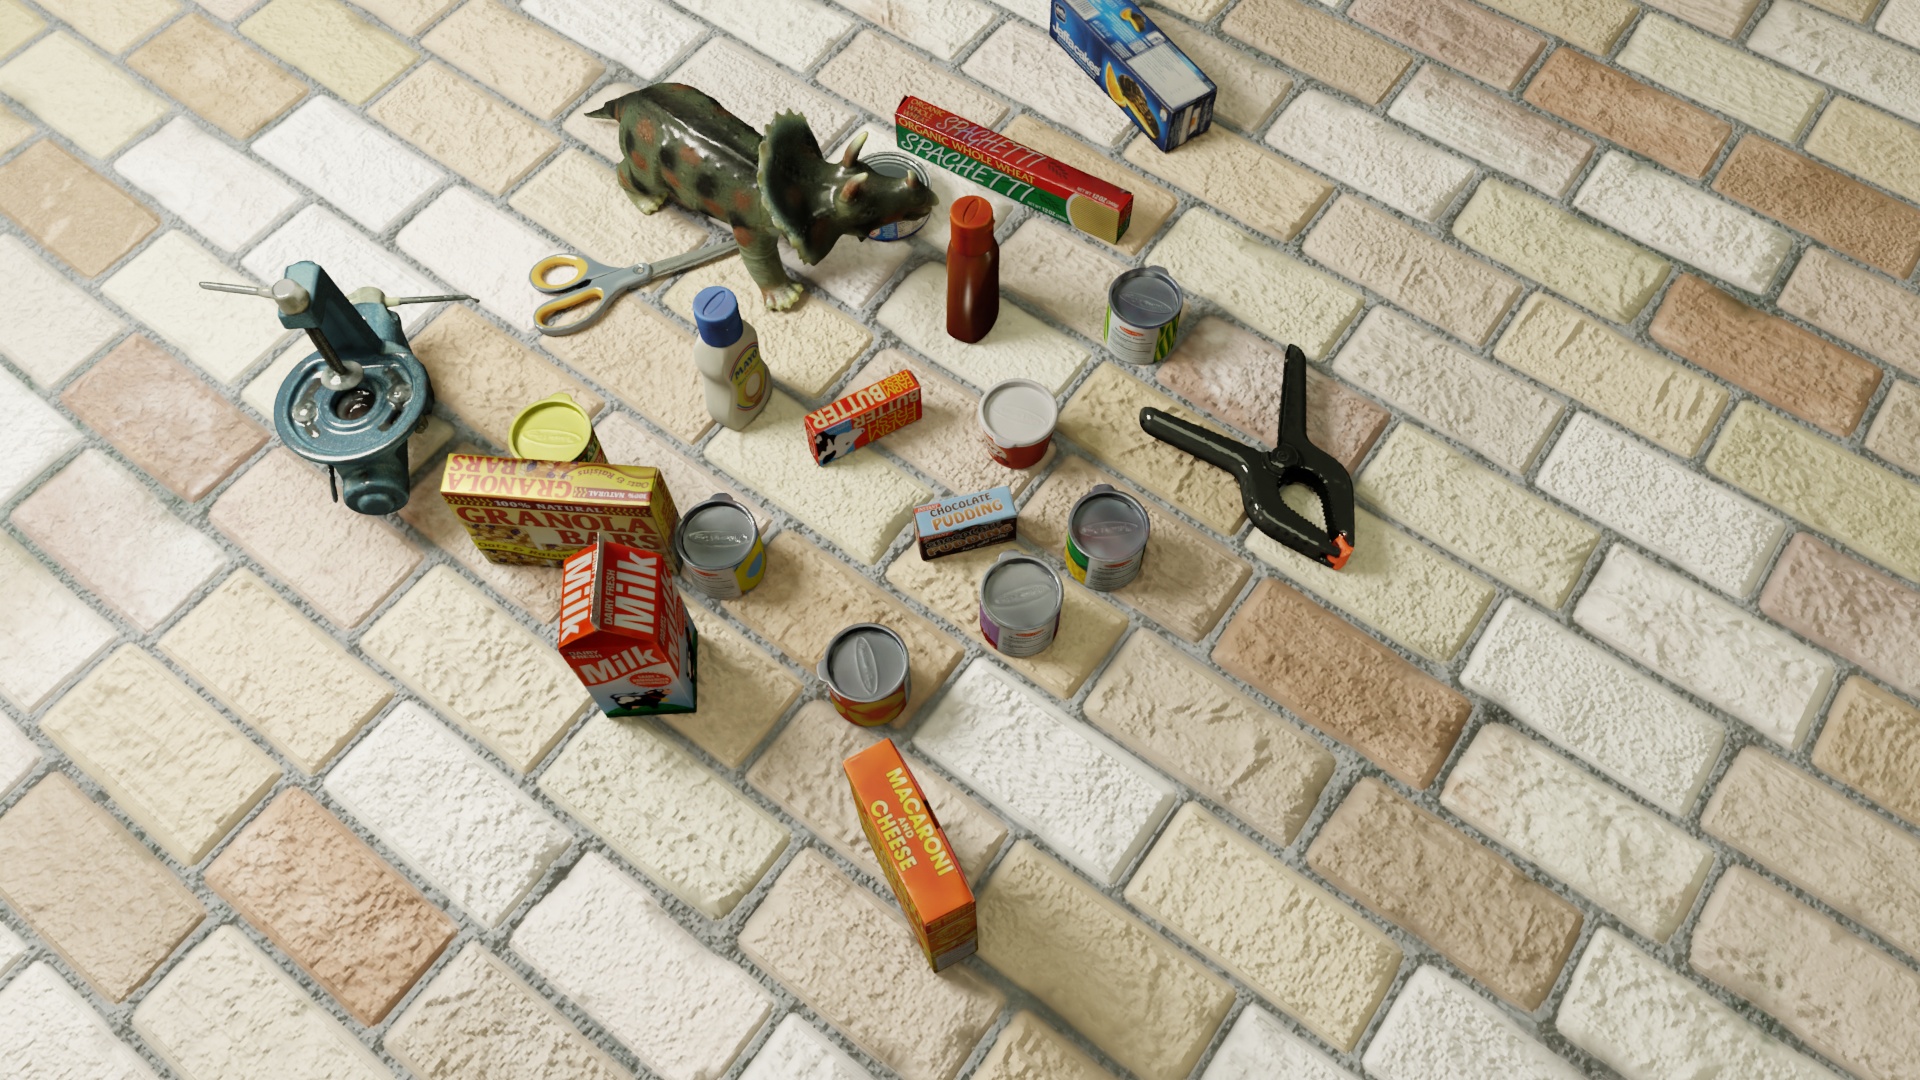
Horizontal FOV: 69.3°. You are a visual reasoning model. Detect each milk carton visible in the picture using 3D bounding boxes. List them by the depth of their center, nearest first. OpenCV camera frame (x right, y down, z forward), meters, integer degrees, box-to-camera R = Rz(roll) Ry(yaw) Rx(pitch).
[{"bbox_3d":[-0.248,0.066,1.031,0.073,0.189,0.072,-4,63,-1],"label":"milk carton"}]

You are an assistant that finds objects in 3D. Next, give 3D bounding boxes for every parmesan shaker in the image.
[{"bbox_3d":[-0.325,-0.065,1.150,0.071,0.102,0.071,0,63,1],"label":"parmesan shaker"}]

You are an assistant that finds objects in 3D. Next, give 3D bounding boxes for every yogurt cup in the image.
[{"bbox_3d":[0.049,-0.098,1.190,0.072,0.053,0.073,0,63,1],"label":"yogurt cup"}]

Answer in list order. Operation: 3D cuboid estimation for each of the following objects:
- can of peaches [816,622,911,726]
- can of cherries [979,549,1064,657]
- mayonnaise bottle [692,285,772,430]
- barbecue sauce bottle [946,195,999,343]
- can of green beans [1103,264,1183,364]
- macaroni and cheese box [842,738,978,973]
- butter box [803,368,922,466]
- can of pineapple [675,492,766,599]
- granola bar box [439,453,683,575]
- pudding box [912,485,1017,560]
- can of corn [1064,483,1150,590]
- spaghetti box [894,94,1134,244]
[{"bbox_3d":[-0.074,0.106,1.083,0.071,0.057,0.071,0,63,1],"label":"can of peaches"},{"bbox_3d":[0.048,0.051,1.110,0.071,0.058,0.072,0,63,1],"label":"can of cherries"},{"bbox_3d":[-0.195,-0.155,1.170,0.041,0.147,0.065,29,67,14],"label":"mayonnaise bottle"},{"bbox_3d":[0.011,-0.238,1.211,0.044,0.148,0.065,20,65,11],"label":"barbecue sauce bottle"},{"bbox_3d":[0.163,-0.200,1.240,0.071,0.057,0.071,0,63,1],"label":"can of green beans"},{"bbox_3d":[-0.032,0.221,0.962,0.040,0.165,0.124,-25,65,-12],"label":"macaroni and cheese box"},{"bbox_3d":[-0.083,-0.106,1.197,0.104,0.053,0.024,-27,66,-13],"label":"butter box"},{"bbox_3d":[-0.194,0.006,1.137,0.071,0.057,0.071,0,63,1],"label":"can of pineapple"},{"bbox_3d":[-0.314,-0.018,1.113,0.166,0.123,0.039,4,63,3],"label":"granola bar box"},{"bbox_3d":[0.004,-0.014,1.150,0.084,0.049,0.030,-13,63,-6],"label":"pudding box"},{"bbox_3d":[0.119,-0.002,1.137,0.071,0.058,0.071,0,63,1],"label":"can of corn"},{"bbox_3d":[0.047,-0.355,1.327,0.250,0.050,0.029,28,66,14],"label":"spaghetti box"}]
